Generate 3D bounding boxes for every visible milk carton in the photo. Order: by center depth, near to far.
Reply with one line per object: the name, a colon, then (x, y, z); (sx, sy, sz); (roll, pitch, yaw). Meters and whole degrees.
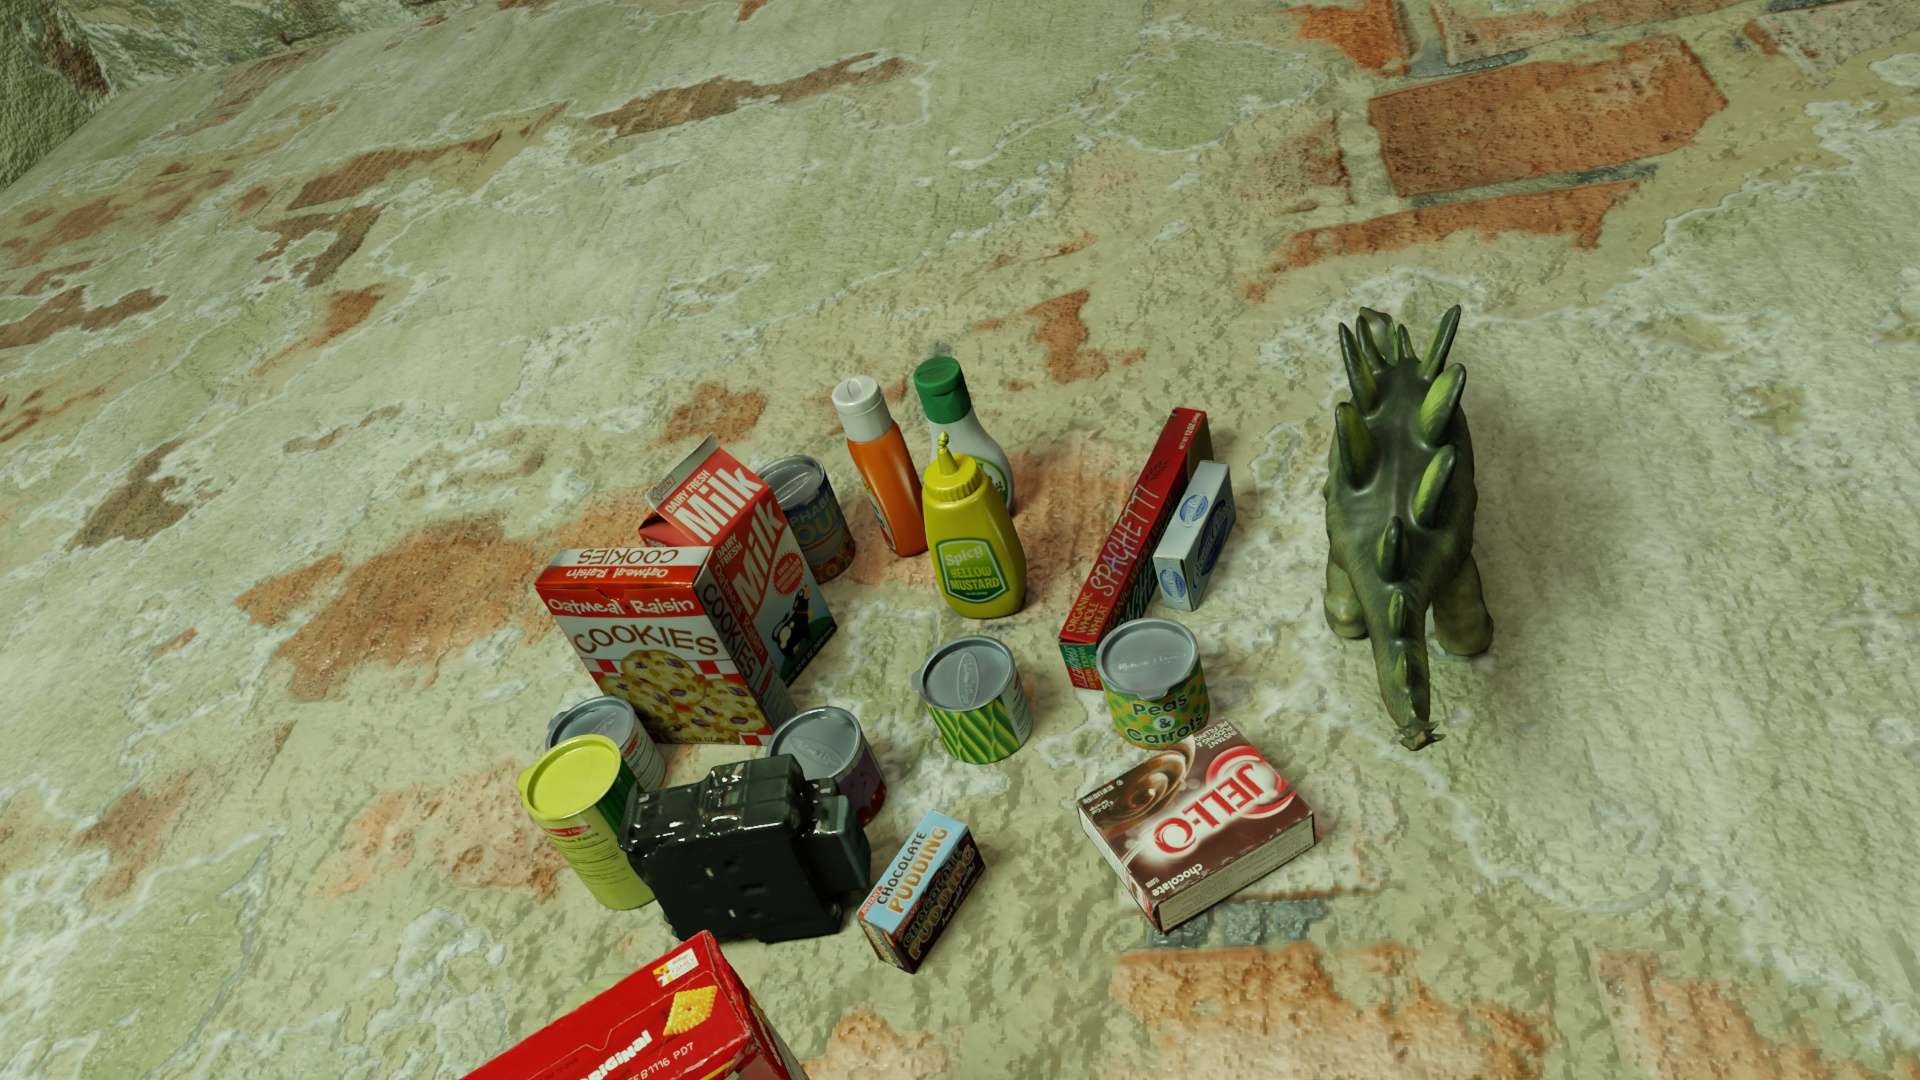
milk carton: (-0.165, 0.015, 0.999); (0.073, 0.189, 0.073); (15, 51, 34)

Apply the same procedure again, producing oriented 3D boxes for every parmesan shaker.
parmesan shaker: (-0.234, 0.184, 0.904); (0.071, 0.102, 0.072); (-11, 41, 10)

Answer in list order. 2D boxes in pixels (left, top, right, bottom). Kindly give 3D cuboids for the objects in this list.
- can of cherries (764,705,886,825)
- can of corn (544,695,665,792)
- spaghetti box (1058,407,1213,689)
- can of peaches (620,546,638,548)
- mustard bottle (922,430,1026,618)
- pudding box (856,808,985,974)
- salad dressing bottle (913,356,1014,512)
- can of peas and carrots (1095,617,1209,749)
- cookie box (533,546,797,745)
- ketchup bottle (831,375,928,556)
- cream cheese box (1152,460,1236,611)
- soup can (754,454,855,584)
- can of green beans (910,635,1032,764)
can of cherries: (-0.090, 0.154, 0.915); (0.071, 0.058, 0.072); (-11, 41, 10)
can of corn: (-0.251, 0.152, 0.981); (0.071, 0.058, 0.071); (-11, 41, 10)
spaghetti box: (0.132, 0.001, 1.008); (0.028, 0.050, 0.251); (7, 46, 28)
can of peaches: (-0.263, 0.049, 1.102); (0.071, 0.057, 0.071); (-11, 41, 10)
mustard bottle: (0.004, -0.012, 0.988); (0.065, 0.159, 0.049); (-6, 42, 16)
pudding box: (-0.023, 0.210, 0.834); (0.030, 0.049, 0.084); (15, 50, 34)
salad dressing bottle: (0.000, -0.073, 1.066); (0.064, 0.147, 0.044); (-15, 40, 5)
can of peas and carrots: (0.126, 0.094, 0.898); (0.071, 0.058, 0.071); (-11, 41, 10)
cookie box: (-0.201, 0.076, 0.962); (0.123, 0.166, 0.040); (-2, 43, 20)
ketchup bottle: (-0.059, -0.059, 1.073); (0.043, 0.148, 0.065); (-21, 40, -2)
cream cheese box: (0.170, -0.004, 0.996); (0.024, 0.053, 0.104); (8, 47, 29)
soup can: (-0.124, -0.014, 1.099); (0.071, 0.083, 0.072); (-11, 41, 10)
can of green beans: (0.011, 0.107, 0.930); (0.071, 0.057, 0.071); (-11, 41, 10)
